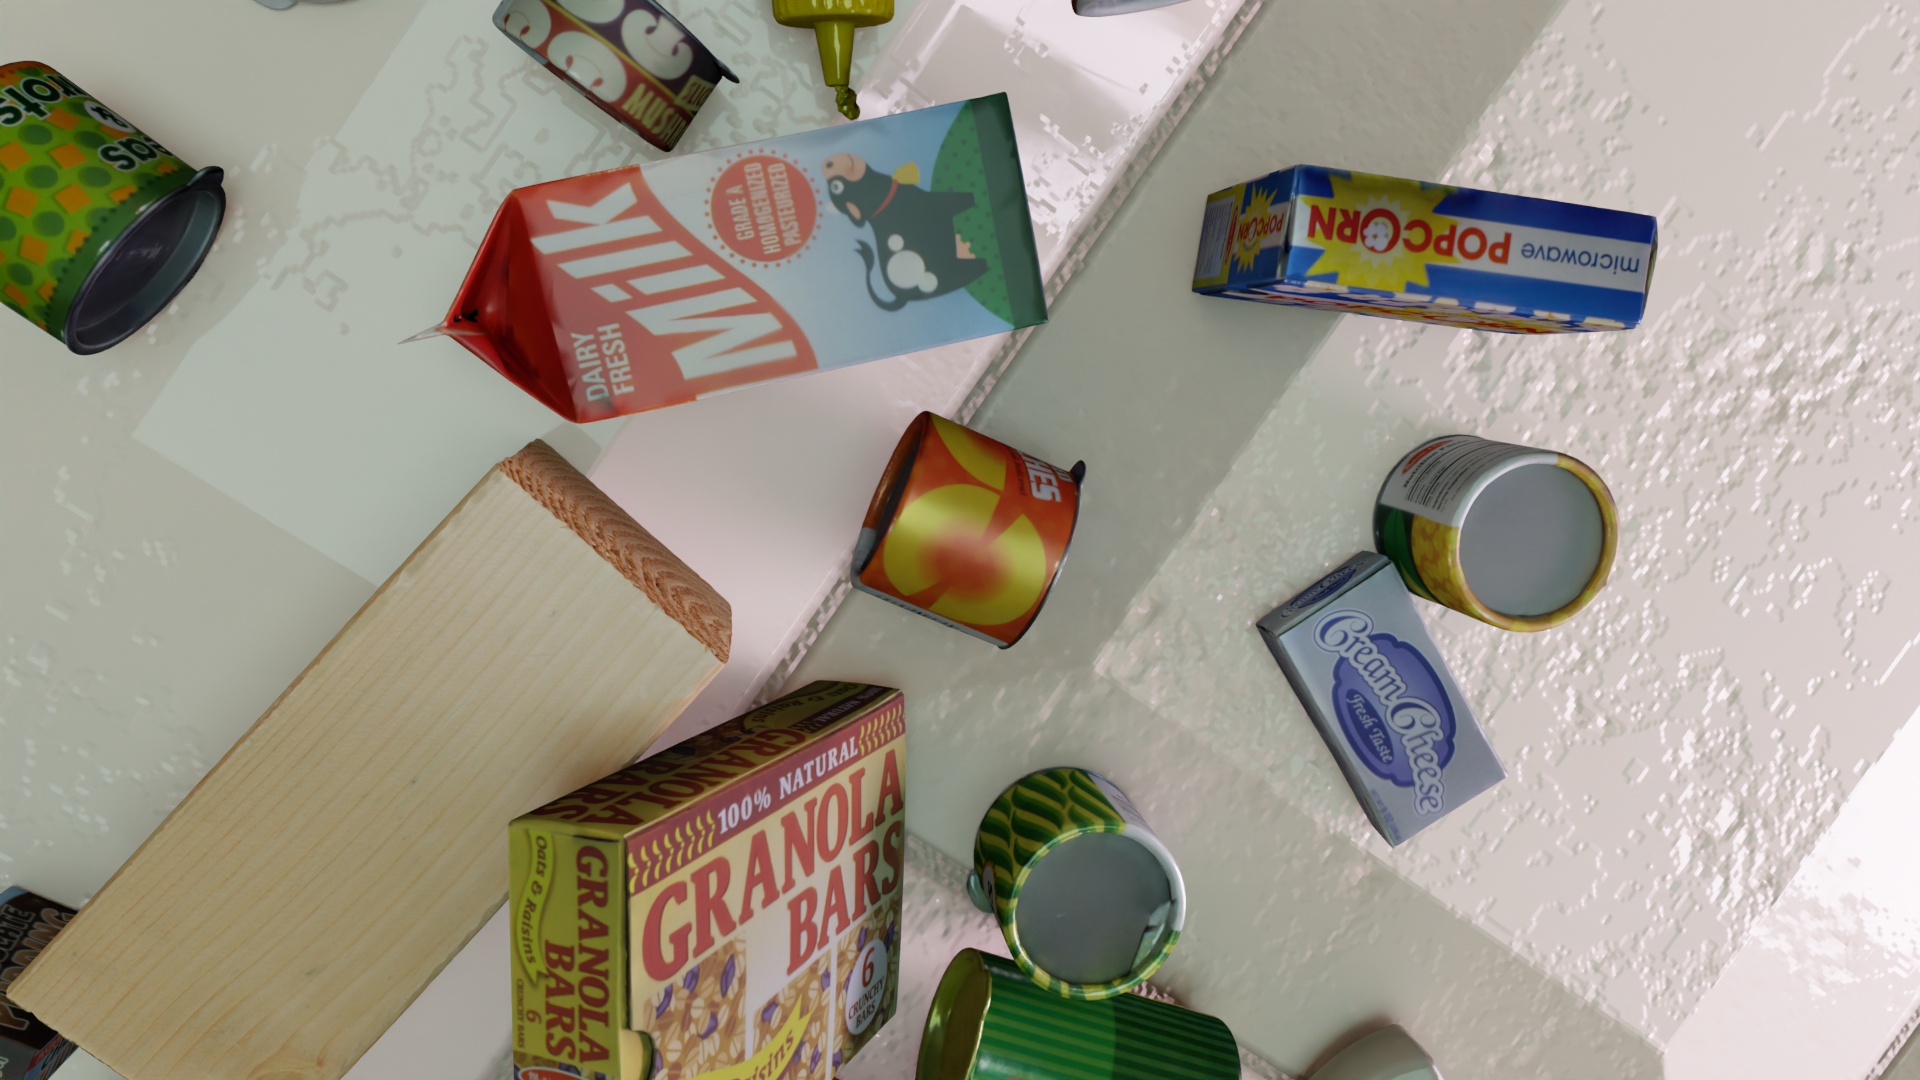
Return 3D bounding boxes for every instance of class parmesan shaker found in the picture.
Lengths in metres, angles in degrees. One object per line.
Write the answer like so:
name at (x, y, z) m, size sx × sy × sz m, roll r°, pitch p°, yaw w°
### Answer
parmesan shaker at (0.044, 0.194, 0.507) m, size 0.103 × 0.071 × 0.071 m, roll 19°, pitch 95°, yaw -11°

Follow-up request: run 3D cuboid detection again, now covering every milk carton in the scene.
milk carton at (-0.076, -0.085, 0.445) m, size 0.191 × 0.072 × 0.073 m, roll -13°, pitch 101°, yaw -7°

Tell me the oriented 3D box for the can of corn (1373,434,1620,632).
can of corn at (0.197, -0.002, 0.509) m, size 0.071 × 0.058 × 0.071 m, roll -1°, pitch 99°, yaw -9°

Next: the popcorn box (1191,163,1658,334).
popcorn box at (0.154, -0.096, 0.474) m, size 0.127 × 0.085 × 0.038 m, roll 5°, pitch 97°, yaw -10°

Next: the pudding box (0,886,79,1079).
pudding box at (-0.301, 0.145, 0.437) m, size 0.049 × 0.084 × 0.030 m, roll 28°, pitch 91°, yaw -12°

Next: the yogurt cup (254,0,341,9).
yogurt cup at (-0.202, -0.202, 0.416) m, size 0.072 × 0.054 × 0.072 m, roll -1°, pitch 98°, yaw -9°

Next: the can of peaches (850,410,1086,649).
can of peaches at (0.002, -0.006, 0.473) m, size 0.058 × 0.071 × 0.071 m, roll 22°, pitch 95°, yaw -11°

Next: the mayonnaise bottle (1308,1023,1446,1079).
mayonnaise bottle at (0.128, 0.255, 0.545) m, size 0.148 × 0.041 × 0.064 m, roll -31°, pitch 104°, yaw -4°

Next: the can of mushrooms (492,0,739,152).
can of mushrooms at (-0.107, -0.152, 0.432) m, size 0.071 × 0.071 × 0.033 m, roll 35°, pitch 93°, yaw -13°

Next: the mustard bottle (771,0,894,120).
mustard bottle at (-0.043, -0.215, 0.436) m, size 0.049 × 0.065 × 0.159 m, roll -6°, pitch 103°, yaw -13°

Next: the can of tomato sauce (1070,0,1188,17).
can of tomato sauce at (0.059, -0.220, 0.450) m, size 0.071 × 0.071 × 0.083 m, roll -14°, pitch 101°, yaw -7°

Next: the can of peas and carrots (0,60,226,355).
can of peas and carrots at (-0.266, -0.100, 0.414) m, size 0.058 × 0.071 × 0.071 m, roll 37°, pitch 92°, yaw -12°

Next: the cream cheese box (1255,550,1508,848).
cream cheese box at (0.161, 0.061, 0.530) m, size 0.053 × 0.024 × 0.103 m, roll -32°, pitch 102°, yaw -4°

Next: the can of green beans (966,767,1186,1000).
can of green beans at (0.042, 0.123, 0.503) m, size 0.071 × 0.058 × 0.071 m, roll -1°, pitch 99°, yaw -9°

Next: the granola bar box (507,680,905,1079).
granola bar box at (-0.069, 0.122, 0.433) m, size 0.039 × 0.166 × 0.124 m, roll 5°, pitch 99°, yaw 22°
